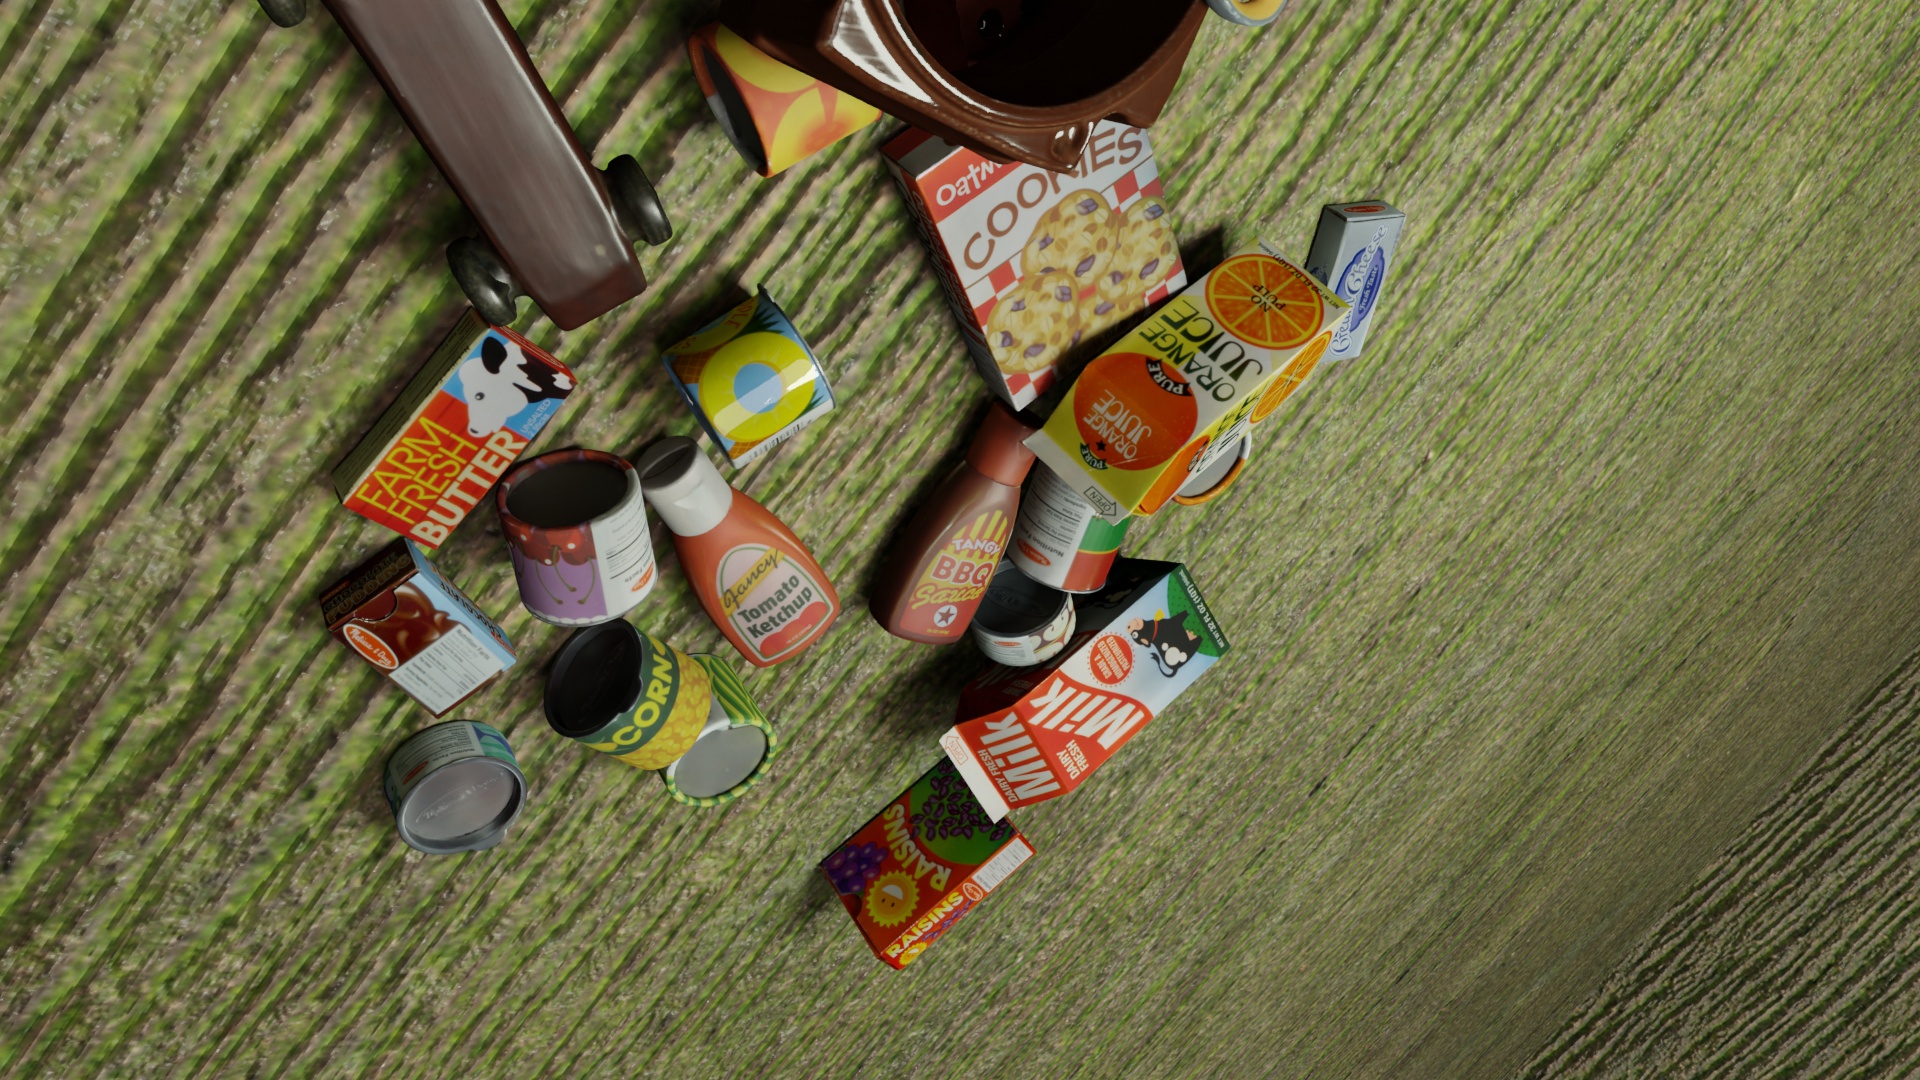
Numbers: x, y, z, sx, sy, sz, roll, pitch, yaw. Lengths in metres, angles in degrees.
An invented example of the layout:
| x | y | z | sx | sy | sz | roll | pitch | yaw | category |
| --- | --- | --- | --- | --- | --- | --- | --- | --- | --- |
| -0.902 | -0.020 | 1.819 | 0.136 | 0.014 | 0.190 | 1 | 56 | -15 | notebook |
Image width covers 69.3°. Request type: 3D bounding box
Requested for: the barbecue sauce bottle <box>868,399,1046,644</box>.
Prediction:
| x | y | z | sx | sy | sz | roll | pitch | yaw | category |
| --- | --- | --- | --- | --- | --- | --- | --- | --- | --- |
| 0.003 | -0.010 | 0.812 | 0.065 | 0.044 | 0.148 | 10 | 116 | -40 | barbecue sauce bottle |

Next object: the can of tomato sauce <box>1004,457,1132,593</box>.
| x | y | z | sx | sy | sz | roll | pitch | yaw | category |
| --- | --- | --- | --- | --- | --- | --- | --- | --- | --- |
| 0.072 | -0.021 | 0.841 | 0.071 | 0.071 | 0.082 | -2 | 124 | -37 | can of tomato sauce |

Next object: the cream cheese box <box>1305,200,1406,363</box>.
| x | y | z | sx | sy | sz | roll | pitch | yaw | category |
| --- | --- | --- | --- | --- | --- | --- | --- | --- | --- |
| 0.245 | -0.163 | 0.889 | 0.053 | 0.024 | 0.103 | -12 | 130 | -30 | cream cheese box |

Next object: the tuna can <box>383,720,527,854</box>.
| x | y | z | sx | sy | sz | roll | pitch | yaw | category |
| --- | --- | --- | --- | --- | --- | --- | --- | --- | --- |
| -0.263 | 0.130 | 0.727 | 0.071 | 0.033 | 0.070 | -21 | 134 | -23 | tuna can |

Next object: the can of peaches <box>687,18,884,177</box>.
| x | y | z | sx | sy | sz | roll | pitch | yaw | category |
| --- | --- | --- | --- | --- | --- | --- | --- | --- | --- |
| -0.073 | -0.195 | 0.582 | 0.058 | 0.071 | 0.071 | -32 | 137 | -12 | can of peaches |

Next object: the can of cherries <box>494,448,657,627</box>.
| x | y | z | sx | sy | sz | roll | pitch | yaw | category |
| --- | --- | --- | --- | --- | --- | --- | --- | --- | --- |
| -0.184 | -0.002 | 0.658 | 0.072 | 0.072 | 0.058 | -21 | 134 | -23 | can of cherries |

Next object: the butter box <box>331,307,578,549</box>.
| x | y | z | sx | sy | sz | roll | pitch | yaw | category |
| --- | --- | --- | --- | --- | --- | --- | --- | --- | --- |
| -0.225 | -0.049 | 0.617 | 0.103 | 0.024 | 0.053 | -48 | 138 | 5 | butter box |

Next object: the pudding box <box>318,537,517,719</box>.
| x | y | z | sx | sy | sz | roll | pitch | yaw | category |
| --- | --- | --- | --- | --- | --- | --- | --- | --- | --- |
| -0.257 | 0.043 | 0.663 | 0.050 | 0.030 | 0.083 | -37 | 138 | -6 | pudding box |

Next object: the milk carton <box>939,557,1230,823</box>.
| x | y | z | sx | sy | sz | roll | pitch | yaw | category |
| --- | --- | --- | --- | --- | --- | --- | --- | --- | --- |
| 0.074 | 0.094 | 0.891 | 0.191 | 0.073 | 0.072 | -38 | 108 | -20 | milk carton |

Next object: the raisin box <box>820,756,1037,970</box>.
| x | y | z | sx | sy | sz | roll | pitch | yaw | category |
| --- | --- | --- | --- | --- | --- | --- | --- | --- | --- |
| -0.023 | 0.218 | 0.947 | 0.123 | 0.086 | 0.040 | -40 | 140 | -4 | raisin box |

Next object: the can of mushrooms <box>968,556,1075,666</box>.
| x | y | z | sx | sy | sz | roll | pitch | yaw | category |
| --- | --- | --- | --- | --- | --- | --- | --- | --- | --- |
| 0.039 | 0.042 | 0.867 | 0.071 | 0.071 | 0.033 | -31 | 137 | -13 | can of mushrooms |

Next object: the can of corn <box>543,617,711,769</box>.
| x | y | z | sx | sy | sz | roll | pitch | yaw | category |
| --- | --- | --- | --- | --- | --- | --- | --- | --- | --- |
| -0.172 | 0.082 | 0.730 | 0.071 | 0.071 | 0.058 | -46 | 139 | 3 | can of corn |

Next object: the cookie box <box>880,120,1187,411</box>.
| x | y | z | sx | sy | sz | roll | pitch | yaw | category |
| --- | --- | --- | --- | --- | --- | --- | --- | --- | --- |
| 0.044 | -0.165 | 0.720 | 0.123 | 0.040 | 0.166 | -37 | 139 | -7 | cookie box |

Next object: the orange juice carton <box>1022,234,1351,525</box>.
| x | y | z | sx | sy | sz | roll | pitch | yaw | category |
| --- | --- | --- | --- | --- | --- | --- | --- | --- | --- |
| 0.125 | -0.084 | 0.781 | 0.193 | 0.072 | 0.072 | -38 | 162 | -25 | orange juice carton |

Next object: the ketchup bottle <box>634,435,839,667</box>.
| x | y | z | sx | sy | sz | roll | pitch | yaw | category |
| --- | --- | --- | --- | --- | --- | --- | --- | --- | --- |
| -0.120 | 0.005 | 0.729 | 0.065 | 0.044 | 0.148 | -37 | 138 | -7 | ketchup bottle |

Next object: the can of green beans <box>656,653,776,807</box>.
| x | y | z | sx | sy | sz | roll | pitch | yaw | category |
| --- | --- | --- | --- | --- | --- | --- | --- | --- | --- |
| -0.145 | 0.107 | 0.782 | 0.071 | 0.058 | 0.071 | -21 | 134 | -23 | can of green beans |

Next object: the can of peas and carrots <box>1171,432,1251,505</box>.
| x | y | z | sx | sy | sz | roll | pitch | yaw | category |
| --- | --- | --- | --- | --- | --- | --- | --- | --- | --- |
| 0.135 | -0.062 | 0.861 | 0.071 | 0.059 | 0.070 | -21 | 133 | -23 | can of peas and carrots |

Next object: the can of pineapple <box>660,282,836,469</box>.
| x | y | z | sx | sy | sz | roll | pitch | yaw | category |
| --- | --- | --- | --- | --- | --- | --- | --- | --- | --- |
| -0.102 | -0.077 | 0.660 | 0.058 | 0.071 | 0.070 | -34 | 138 | -10 | can of pineapple |
